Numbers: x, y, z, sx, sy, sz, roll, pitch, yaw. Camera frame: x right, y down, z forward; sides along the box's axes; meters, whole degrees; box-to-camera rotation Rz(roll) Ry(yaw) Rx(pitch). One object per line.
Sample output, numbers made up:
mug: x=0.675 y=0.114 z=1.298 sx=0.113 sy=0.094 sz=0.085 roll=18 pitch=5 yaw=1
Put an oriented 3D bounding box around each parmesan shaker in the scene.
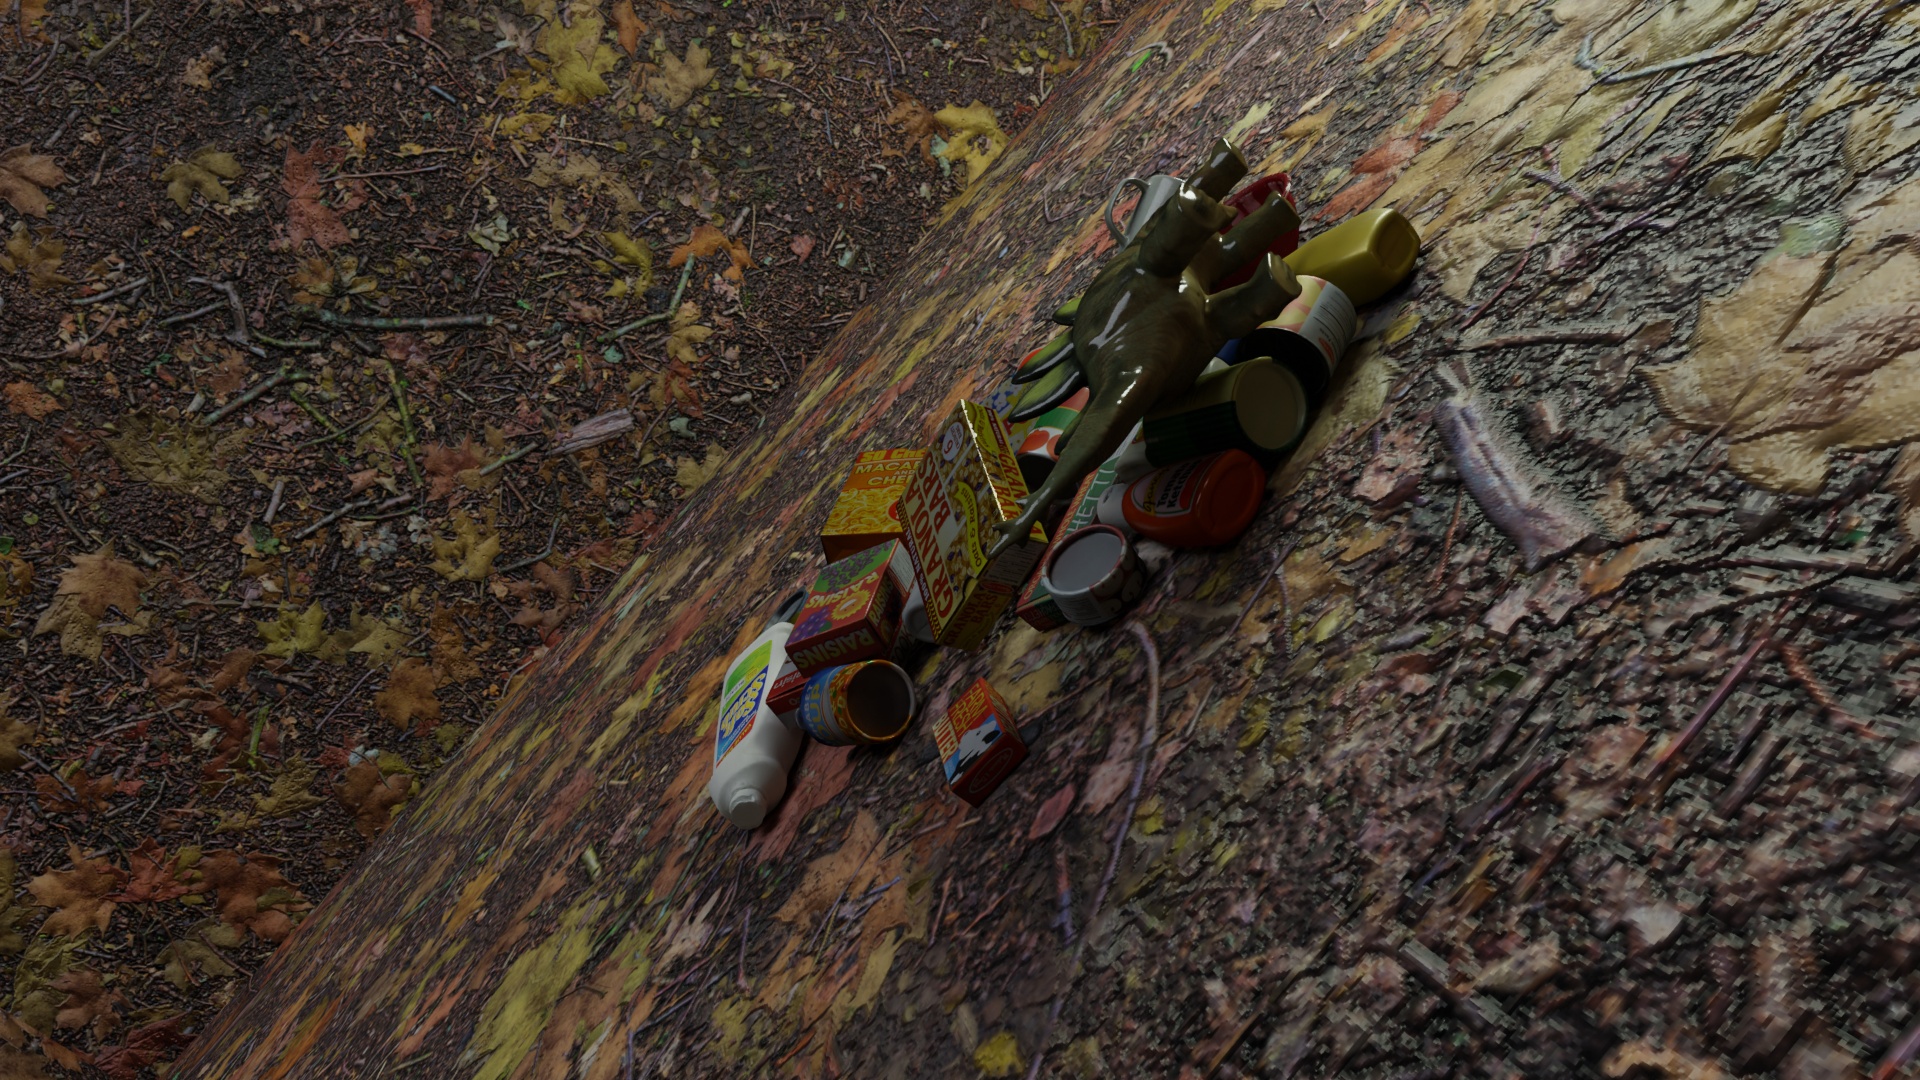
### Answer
parmesan shaker: x=0.178 y=-0.081 z=0.946 sx=0.071 sy=0.071 sz=0.103 roll=-53 pitch=18 yaw=-19

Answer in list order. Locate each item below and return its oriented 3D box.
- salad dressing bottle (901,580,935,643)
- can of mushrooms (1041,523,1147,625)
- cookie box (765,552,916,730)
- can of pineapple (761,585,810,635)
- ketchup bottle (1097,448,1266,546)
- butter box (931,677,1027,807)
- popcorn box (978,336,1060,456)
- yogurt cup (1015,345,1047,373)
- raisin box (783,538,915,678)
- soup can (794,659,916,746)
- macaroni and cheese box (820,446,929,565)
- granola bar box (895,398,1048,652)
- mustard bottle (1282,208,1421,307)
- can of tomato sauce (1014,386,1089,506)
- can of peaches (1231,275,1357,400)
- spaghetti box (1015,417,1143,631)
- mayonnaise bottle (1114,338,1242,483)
salad dressing bottle: x=-0.011 y=0.029 z=1.211 sx=0.064 sy=0.044 sz=0.148 roll=-44 pitch=14 yaw=33
can of mushrooms: x=0.092 y=0.021 z=0.948 sx=0.071 sy=0.033 sz=0.071 roll=-24 pitch=36 yaw=19
cookie box: x=-0.096 y=0.086 z=1.251 sx=0.122 sy=0.040 sz=0.168 roll=-24 pitch=25 yaw=26
can of pineapple: x=-0.158 y=0.090 z=1.409 sx=0.071 sy=0.058 sz=0.071 roll=-42 pitch=17 yaw=16
ketchup bottle: x=0.144 y=-0.025 z=0.943 sx=0.065 sy=0.043 sz=0.148 roll=-57 pitch=17 yaw=-15
butter box: x=0.011 y=0.134 z=0.938 sx=0.053 sy=0.024 sz=0.104 roll=-46 pitch=16 yaw=6
popcorn box: x=0.071 y=-0.113 z=1.269 sx=0.126 sy=0.038 sz=0.085 roll=-38 pitch=56 yaw=28
yogurt cup: x=0.092 y=-0.150 z=1.333 sx=0.072 sy=0.072 sz=0.054 roll=-48 pitch=24 yaw=-3
raisin box: x=-0.093 y=0.058 z=1.198 sx=0.086 sy=0.040 sz=0.124 roll=-20 pitch=25 yaw=23
soup can: x=-0.084 y=0.132 z=1.108 sx=0.071 sy=0.071 sz=0.083 roll=-55 pitch=18 yaw=-25
macaroni and cheese box: x=-0.056 y=-0.037 z=1.372 sx=0.124 sy=0.040 sz=0.167 roll=-2 pitch=32 yaw=13
granola bar box: x=0.004 y=-0.014 z=1.111 sx=0.123 sy=0.039 sz=0.166 roll=-58 pitch=33 yaw=32
mustard bottle: x=0.263 y=-0.192 z=1.022 sx=0.065 sy=0.049 sz=0.160 roll=-54 pitch=17 yaw=-22
can of tomato sauce: x=0.088 y=-0.080 z=1.168 sx=0.071 sy=0.071 sz=0.083 roll=-23 pitch=29 yaw=55
can of peaches: x=0.228 y=-0.138 z=0.949 sx=0.071 sy=0.071 sz=0.058 roll=-23 pitch=29 yaw=56
spaghetti box: x=0.112 y=-0.033 z=1.067 sx=0.050 sy=0.028 sz=0.251 roll=-27 pitch=26 yaw=49
mayonnaise bottle: x=0.174 y=-0.102 z=1.048 sx=0.149 sy=0.041 sz=0.064 roll=-55 pitch=18 yaw=-23
